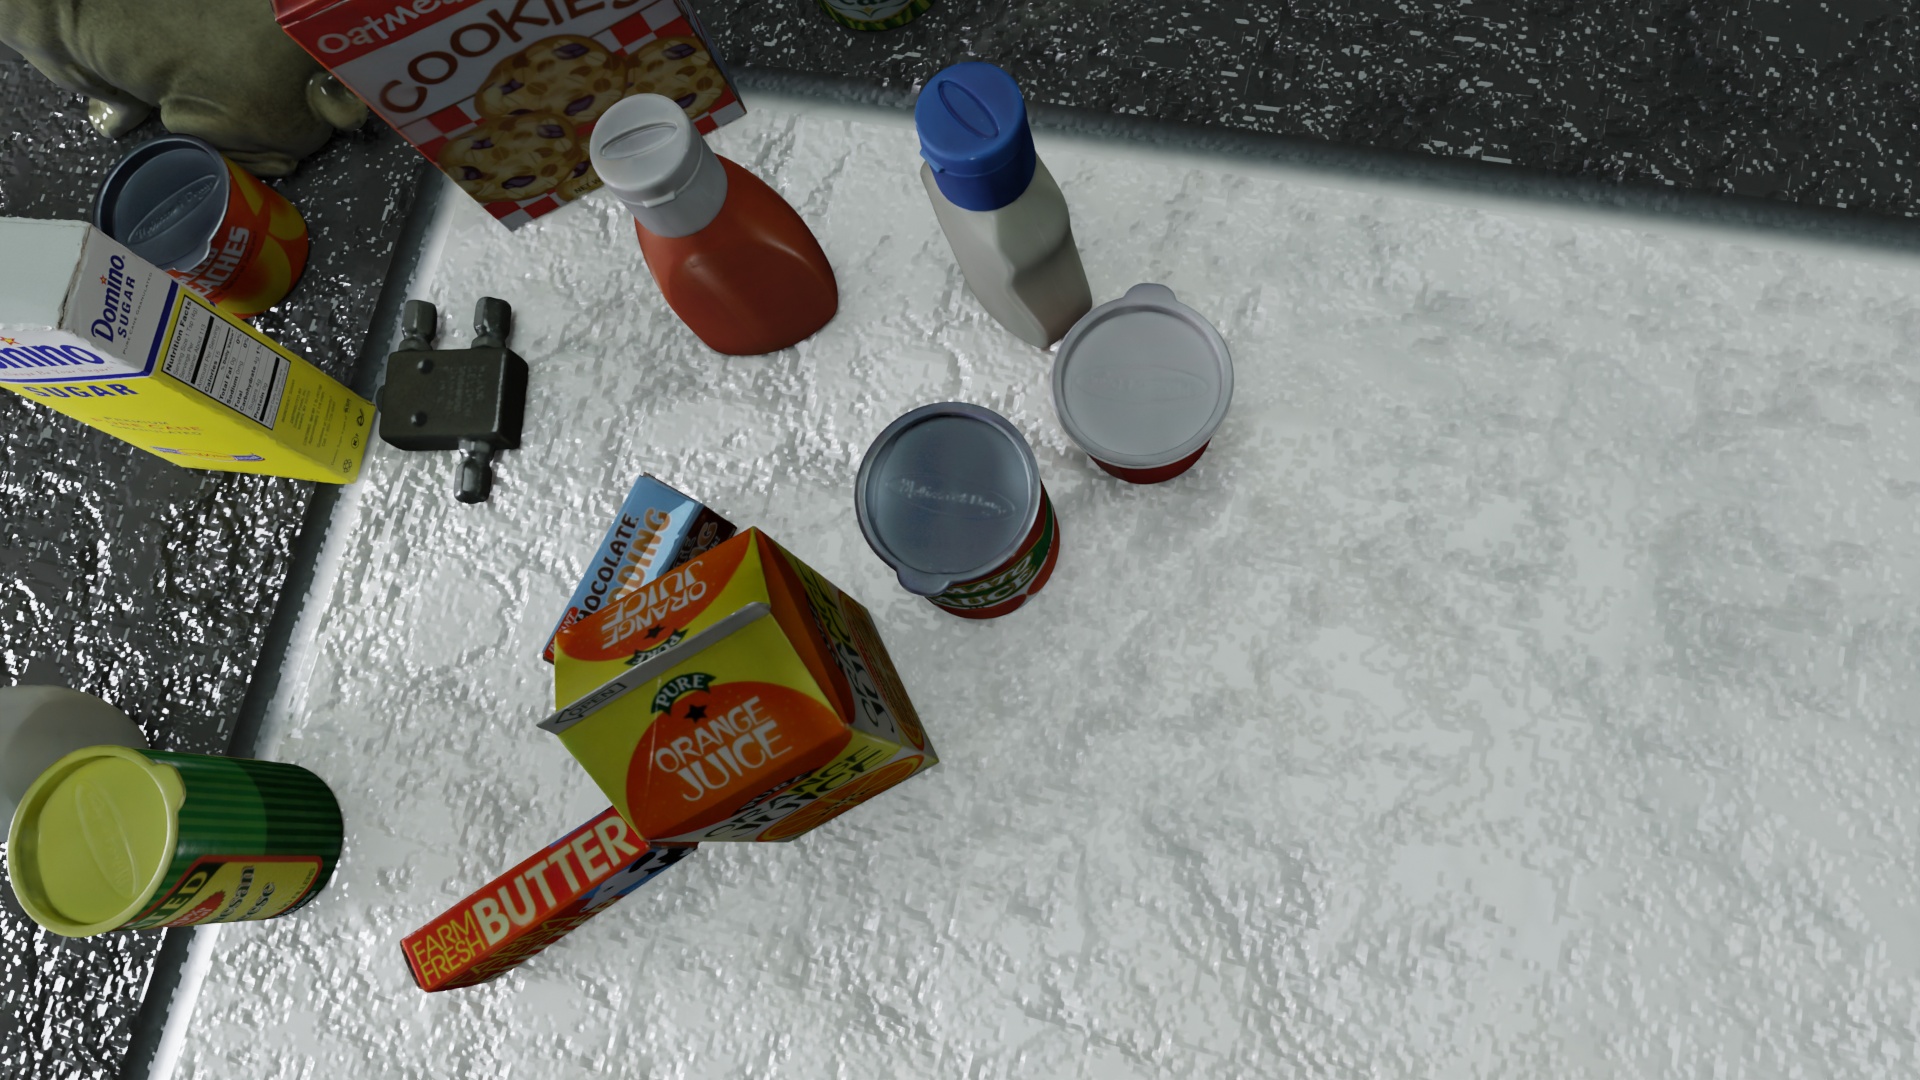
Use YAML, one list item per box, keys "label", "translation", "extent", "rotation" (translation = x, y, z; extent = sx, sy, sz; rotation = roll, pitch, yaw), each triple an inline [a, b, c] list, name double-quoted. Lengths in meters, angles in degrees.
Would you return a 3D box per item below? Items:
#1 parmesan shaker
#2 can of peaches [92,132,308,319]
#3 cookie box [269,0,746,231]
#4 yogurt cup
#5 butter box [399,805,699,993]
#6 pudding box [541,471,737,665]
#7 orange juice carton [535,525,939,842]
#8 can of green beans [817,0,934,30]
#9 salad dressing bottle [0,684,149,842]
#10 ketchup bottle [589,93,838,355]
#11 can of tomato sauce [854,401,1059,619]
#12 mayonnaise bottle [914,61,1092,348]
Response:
- label: "parmesan shaker"
  translation: [-0.295, 0.115, 0.537]
  extent: [0.071, 0.103, 0.071]
  rotation: [-2, 77, 9]
- label: "can of peaches"
  translation: [-0.340, -0.138, 0.627]
  extent: [0.071, 0.058, 0.071]
  rotation: [-2, 77, 9]
- label: "cookie box"
  translation: [-0.172, -0.199, 0.556]
  extent: [0.123, 0.167, 0.040]
  rotation: [-25, 75, 3]
- label: "yogurt cup"
  translation: [0.071, -0.055, 0.540]
  extent: [0.072, 0.054, 0.072]
  rotation: [-2, 77, 9]
- label: "butter box"
  translation: [-0.156, 0.136, 0.535]
  extent: [0.103, 0.053, 0.024]
  rotation: [-33, 74, 1]
- label: "pudding box"
  translation: [-0.128, 0.019, 0.559]
  extent: [0.030, 0.049, 0.084]
  rotation: [26, 83, 14]
- label: "orange juice carton"
  translation: [-0.069, 0.053, 0.467]
  extent: [0.072, 0.192, 0.073]
  rotation: [-28, 74, 3]
- label: "can of green beans"
  translation: [-0.041, -0.267, 0.607]
  extent: [0.071, 0.057, 0.071]
  rotation: [-2, 77, 9]
- label: "salad dressing bottle"
  translation: [-0.384, 0.084, 0.536]
  extent: [0.044, 0.147, 0.064]
  rotation: [-1, 77, 10]
- label: "ketchup bottle"
  translation: [-0.094, -0.117, 0.534]
  extent: [0.065, 0.148, 0.043]
  rotation: [-17, 75, 6]
- label: "can of tomato sauce"
  translation: [0.002, -0.007, 0.526]
  extent: [0.071, 0.083, 0.071]
  rotation: [-2, 77, 9]
- label: "mayonnaise bottle"
  translation: [0.015, -0.123, 0.517]
  extent: [0.041, 0.148, 0.065]
  rotation: [-41, 74, -1]
